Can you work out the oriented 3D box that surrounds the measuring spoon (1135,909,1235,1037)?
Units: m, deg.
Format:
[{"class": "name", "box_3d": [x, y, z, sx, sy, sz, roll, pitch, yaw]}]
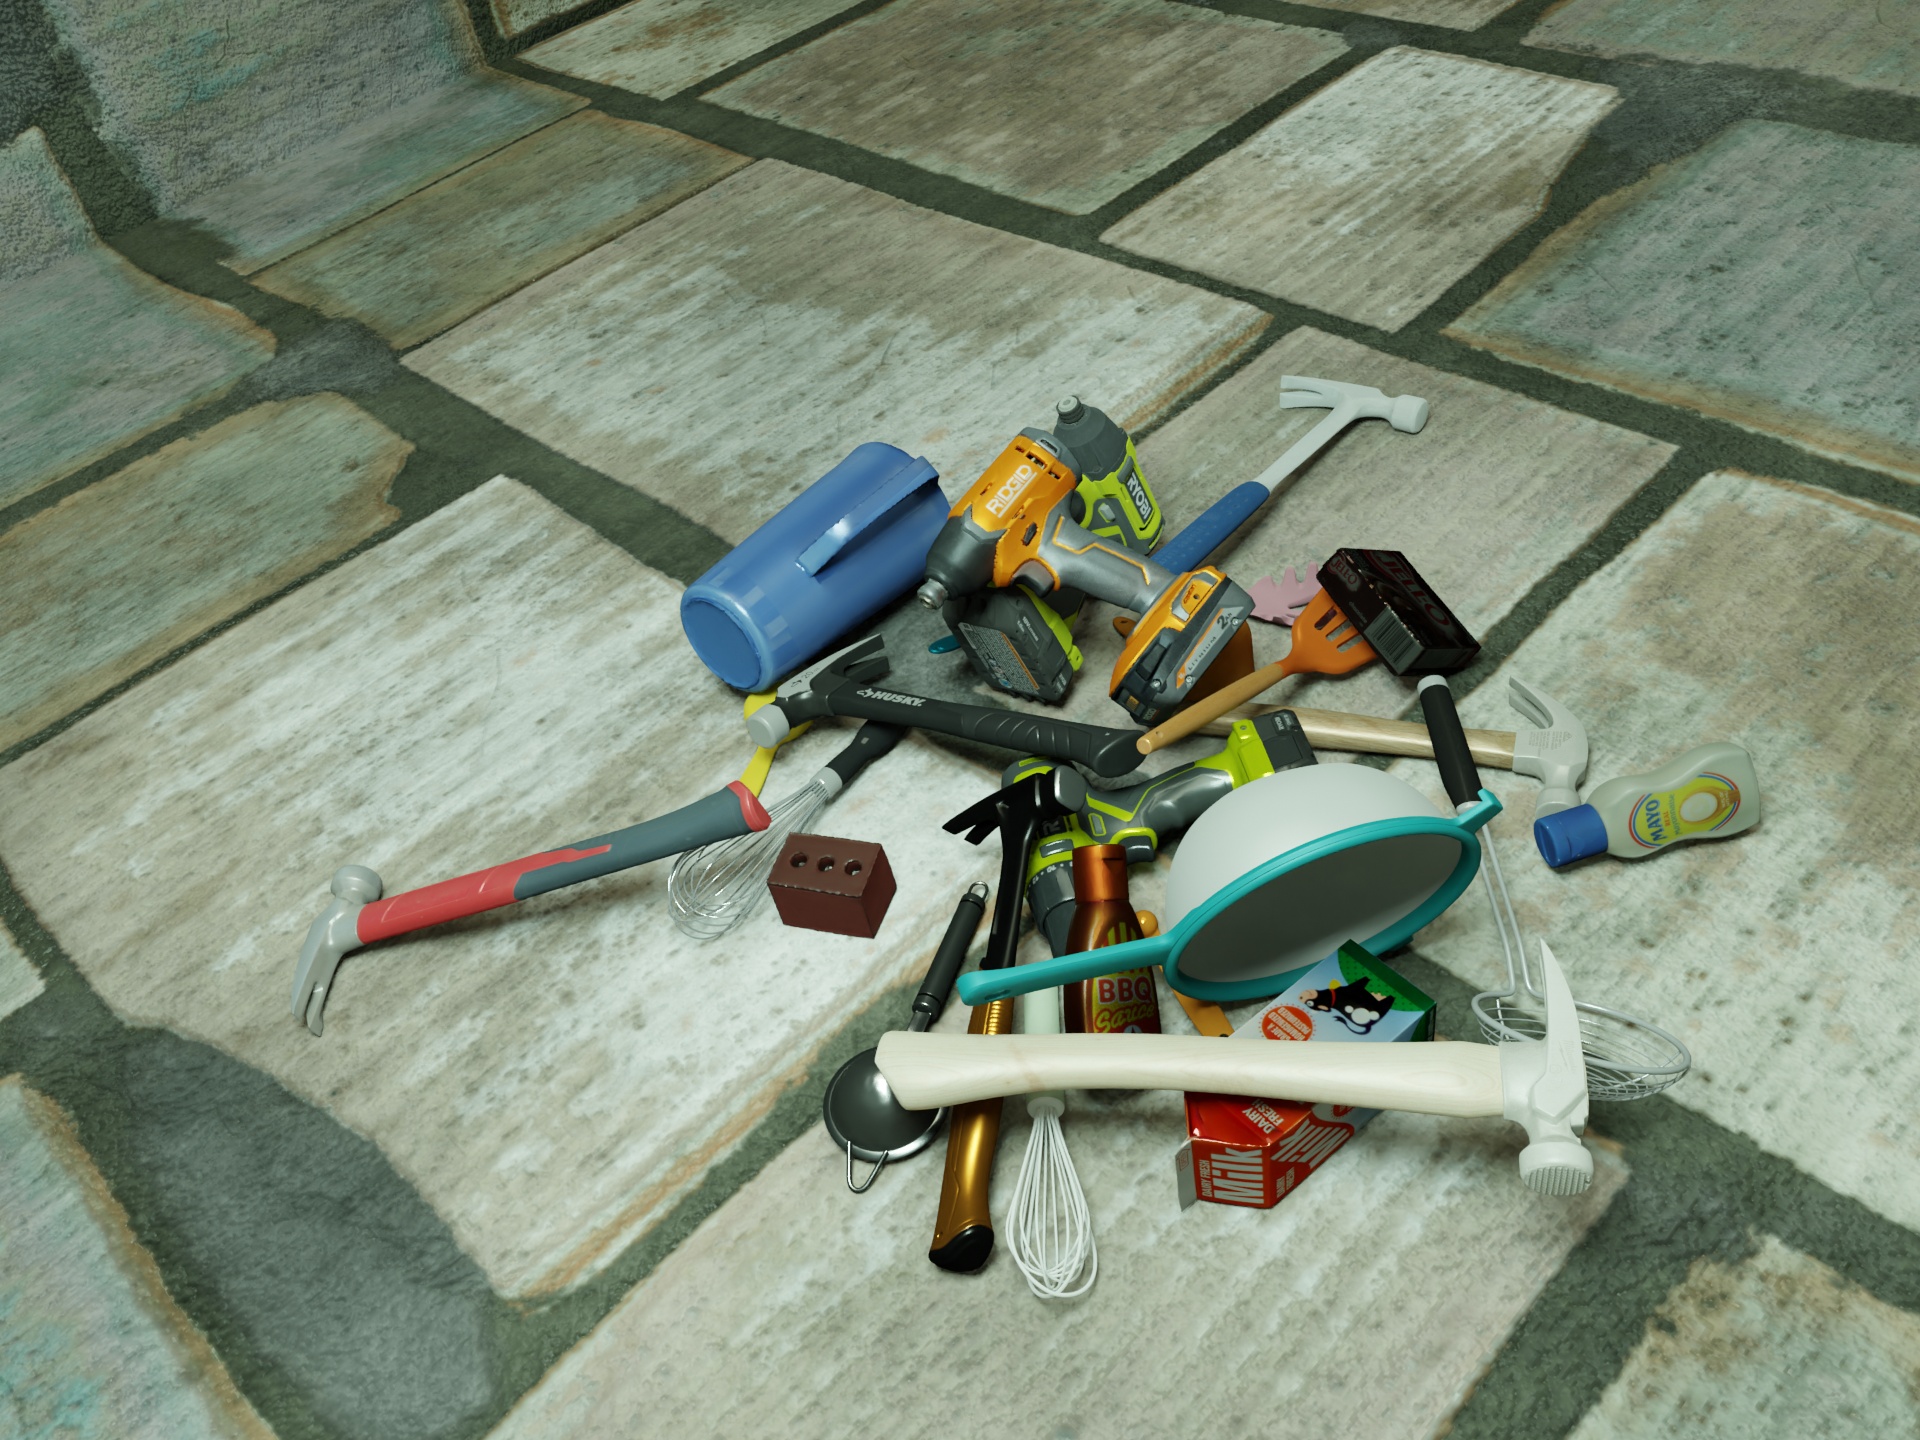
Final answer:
[{"class": "measuring spoon", "box_3d": [0.151, 0.176, 1.060, 0.021, 0.011, 0.117, -33, 76, -6]}]

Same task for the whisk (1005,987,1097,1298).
[{"class": "whisk", "box_3d": [0.056, 0.256, 1.019, 0.059, 0.057, 0.247, 20, 38, -16]}]

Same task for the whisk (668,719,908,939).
[{"class": "whisk", "box_3d": [-0.126, 0.070, 1.251, 0.070, 0.070, 0.285, 21, 47, 31]}]

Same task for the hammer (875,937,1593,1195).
[{"class": "hammer", "box_3d": [0.151, 0.197, 0.945, 0.410, 0.038, 0.146, -2, 49, 16]}]

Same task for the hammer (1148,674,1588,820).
[{"class": "hammer", "box_3d": [0.308, 0.008, 1.229, 0.331, 0.031, 0.130, 7, 46, 20]}]

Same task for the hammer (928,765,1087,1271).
[{"class": "hammer", "box_3d": [0.016, 0.192, 1.054, 0.127, 0.034, 0.337, -29, 41, 44]}]

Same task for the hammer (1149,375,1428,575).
[{"class": "hammer", "box_3d": [0.268, -0.214, 1.438, 0.144, 0.035, 0.405, 22, 46, 32]}]

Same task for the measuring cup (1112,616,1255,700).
[{"class": "measuring cup", "box_3d": [0.172, -0.075, 1.311, 0.095, 0.052, 0.174, -20, 31, -20]}]

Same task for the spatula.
[{"class": "spatula", "box_3d": [0.231, -0.036, 1.202, 0.081, 0.041, 0.322, 48, 42, 15]}]

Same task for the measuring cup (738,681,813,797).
[{"class": "measuring cup", "box_3d": [-0.168, 0.024, 1.321, 0.062, 0.029, 0.157, 3, 42, 15]}]

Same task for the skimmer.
[{"class": "skimmer", "box_3d": [0.371, 0.092, 1.058, 0.127, 0.090, 0.364, 7, 49, -12]}]

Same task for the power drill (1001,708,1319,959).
[{"class": "power drill", "box_3d": [0.150, 0.087, 1.150, 0.228, 0.080, 0.191, -14, 43, 2]}]

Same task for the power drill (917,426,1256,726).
[{"class": "power drill", "box_3d": [0.087, -0.097, 1.195, 0.226, 0.084, 0.164, 38, 73, 7]}]

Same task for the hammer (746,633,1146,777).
[{"class": "hammer", "box_3d": [-0.002, -0.004, 1.237, 0.335, 0.035, 0.146, 10, 36, 37]}]

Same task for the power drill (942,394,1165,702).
[{"class": "power drill", "box_3d": [0.081, -0.143, 1.319, 0.080, 0.171, 0.223, 13, 62, 36]}]

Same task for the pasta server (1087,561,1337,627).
[{"class": "pasta server", "box_3d": [0.180, -0.114, 1.384, 0.316, 0.040, 0.060, 7, 55, 22]}]

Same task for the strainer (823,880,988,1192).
[{"class": "strainer", "box_3d": [-0.028, 0.202, 1.096, 0.087, 0.050, 0.259, 8, 43, 19]}]

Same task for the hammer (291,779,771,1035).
[{"class": "hammer", "box_3d": [-0.321, 0.127, 1.182, 0.386, 0.038, 0.143, -17, 42, 15]}]

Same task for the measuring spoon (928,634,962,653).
[{"class": "measuring spoon", "box_3d": [0.002, -0.061, 1.343, 0.042, 0.021, 0.128, 14, 17, 21]}]

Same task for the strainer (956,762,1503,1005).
[{"class": "strainer", "box_3d": [0.153, 0.102, 1.001, 0.340, 0.210, 0.095, -11, 57, -12]}]
